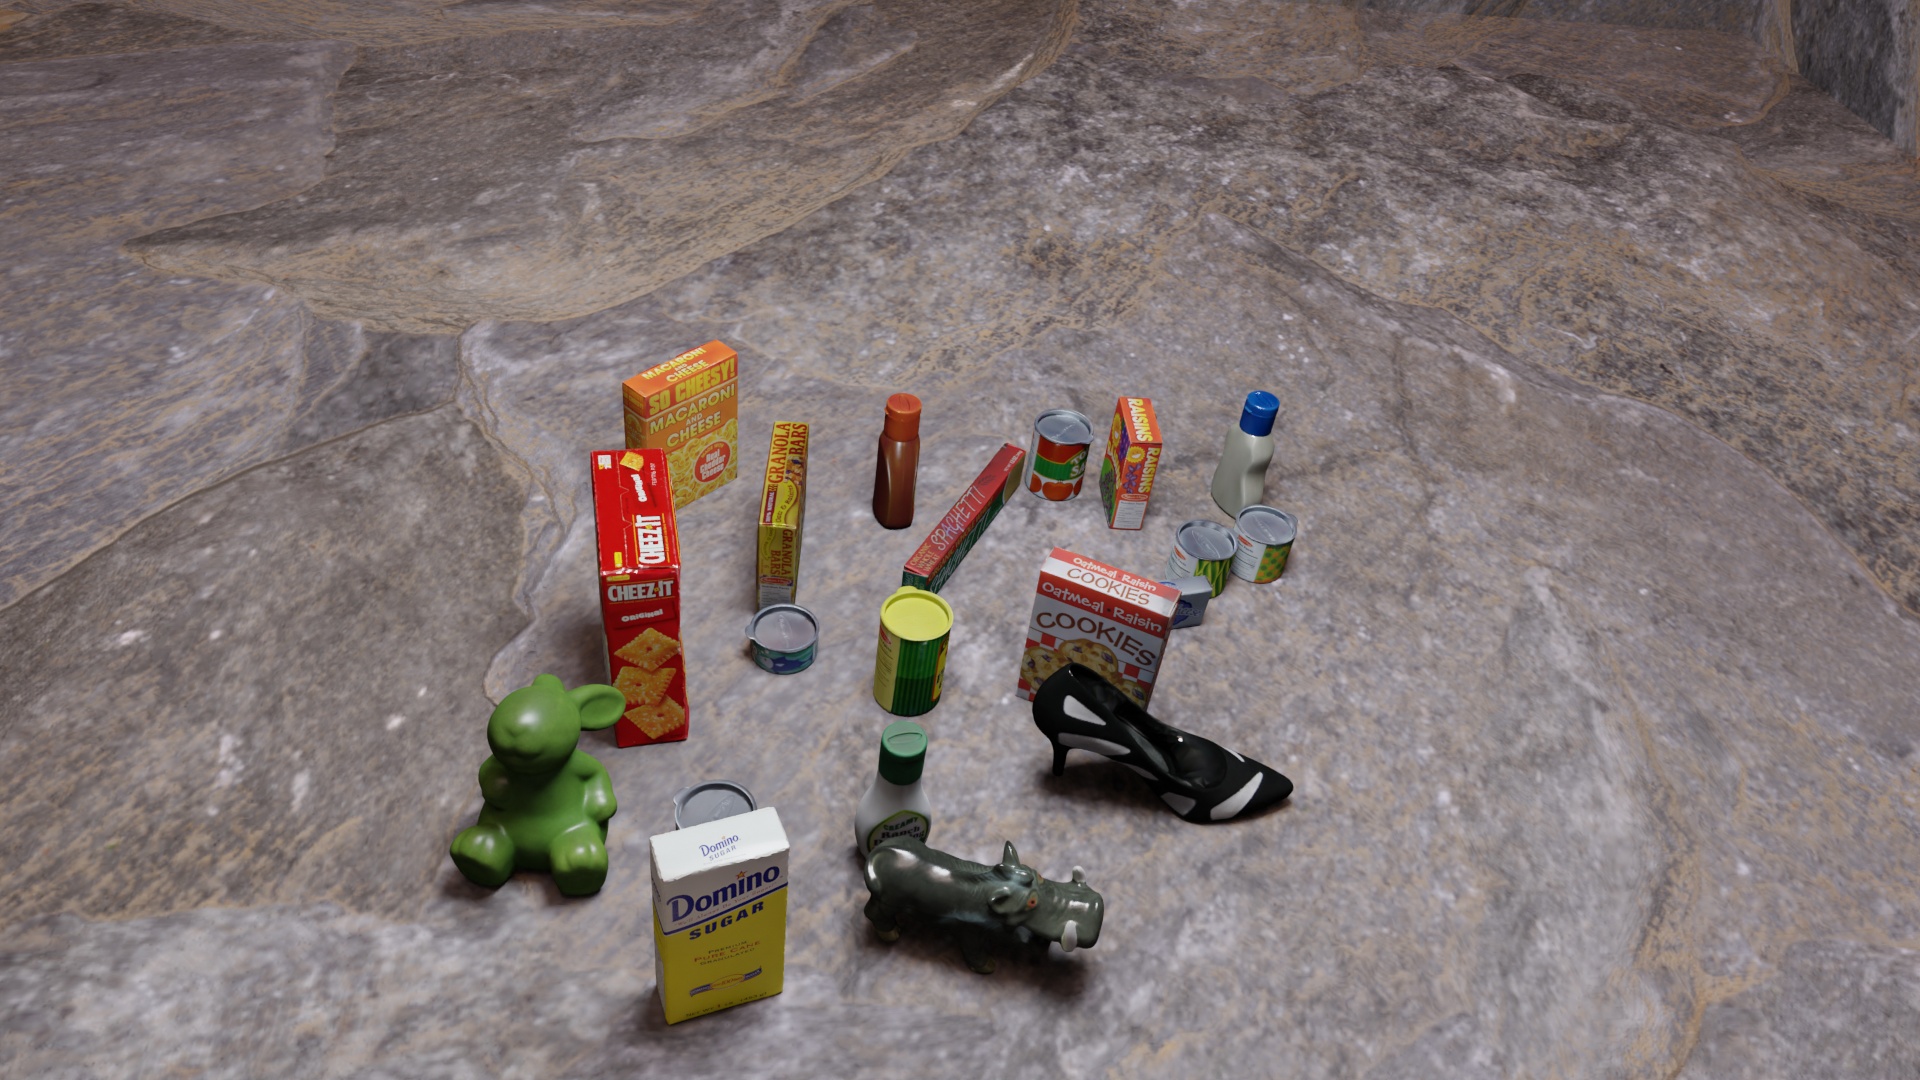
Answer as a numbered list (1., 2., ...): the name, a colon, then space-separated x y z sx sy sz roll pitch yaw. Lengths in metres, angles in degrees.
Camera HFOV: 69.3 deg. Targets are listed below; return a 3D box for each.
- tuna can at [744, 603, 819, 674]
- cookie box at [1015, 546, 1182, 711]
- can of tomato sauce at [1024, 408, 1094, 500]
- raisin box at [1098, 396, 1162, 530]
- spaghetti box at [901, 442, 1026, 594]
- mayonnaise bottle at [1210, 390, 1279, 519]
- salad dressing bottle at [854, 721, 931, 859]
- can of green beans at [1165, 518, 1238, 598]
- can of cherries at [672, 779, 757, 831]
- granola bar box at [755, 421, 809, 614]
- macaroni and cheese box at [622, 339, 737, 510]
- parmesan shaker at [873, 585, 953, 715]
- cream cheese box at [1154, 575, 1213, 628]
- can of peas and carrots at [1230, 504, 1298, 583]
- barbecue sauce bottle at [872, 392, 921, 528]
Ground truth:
1. tuna can: -0.171 0.095 1.331 0.071 0.032 0.071 5 41 -4
2. cookie box: 0.124 0.095 1.277 0.123 0.166 0.040 20 42 13
3. can of tomato sauce: 0.112 -0.095 1.560 0.071 0.082 0.071 5 41 -4
4. raisin box: 0.187 -0.085 1.530 0.040 0.122 0.086 3 41 -6
5. spaghetti box: 0.005 -0.019 1.479 0.029 0.049 0.251 22 42 15
6. mayonnaise bottle: 0.320 -0.097 1.547 0.041 0.147 0.065 -13 45 -23
7. salad dressing bottle: -0.052 0.209 1.132 0.064 0.146 0.044 -7 43 -17
8. can of green beans: 0.255 0.020 1.470 0.071 0.057 0.071 5 41 -4
9. can of cherries: -0.202 0.239 1.140 0.071 0.058 0.072 5 41 -4
10. granola bar box: -0.179 -0.022 1.395 0.039 0.123 0.166 4 41 -5
11. macaroni and cheese box: -0.291 -0.114 1.450 0.040 0.165 0.124 33 46 26
12. parmesan shaker: -0.045 0.103 1.289 0.071 0.102 0.072 5 41 -4
13. cream cheese box: 0.201 0.067 1.411 0.104 0.053 0.024 -6 43 -16
14. can of peas and carrots: 0.326 0.003 1.501 0.071 0.058 0.071 5 41 -4
15. barbecue sauce bottle: -0.066 -0.086 1.469 0.044 0.147 0.065 -5 42 -15
